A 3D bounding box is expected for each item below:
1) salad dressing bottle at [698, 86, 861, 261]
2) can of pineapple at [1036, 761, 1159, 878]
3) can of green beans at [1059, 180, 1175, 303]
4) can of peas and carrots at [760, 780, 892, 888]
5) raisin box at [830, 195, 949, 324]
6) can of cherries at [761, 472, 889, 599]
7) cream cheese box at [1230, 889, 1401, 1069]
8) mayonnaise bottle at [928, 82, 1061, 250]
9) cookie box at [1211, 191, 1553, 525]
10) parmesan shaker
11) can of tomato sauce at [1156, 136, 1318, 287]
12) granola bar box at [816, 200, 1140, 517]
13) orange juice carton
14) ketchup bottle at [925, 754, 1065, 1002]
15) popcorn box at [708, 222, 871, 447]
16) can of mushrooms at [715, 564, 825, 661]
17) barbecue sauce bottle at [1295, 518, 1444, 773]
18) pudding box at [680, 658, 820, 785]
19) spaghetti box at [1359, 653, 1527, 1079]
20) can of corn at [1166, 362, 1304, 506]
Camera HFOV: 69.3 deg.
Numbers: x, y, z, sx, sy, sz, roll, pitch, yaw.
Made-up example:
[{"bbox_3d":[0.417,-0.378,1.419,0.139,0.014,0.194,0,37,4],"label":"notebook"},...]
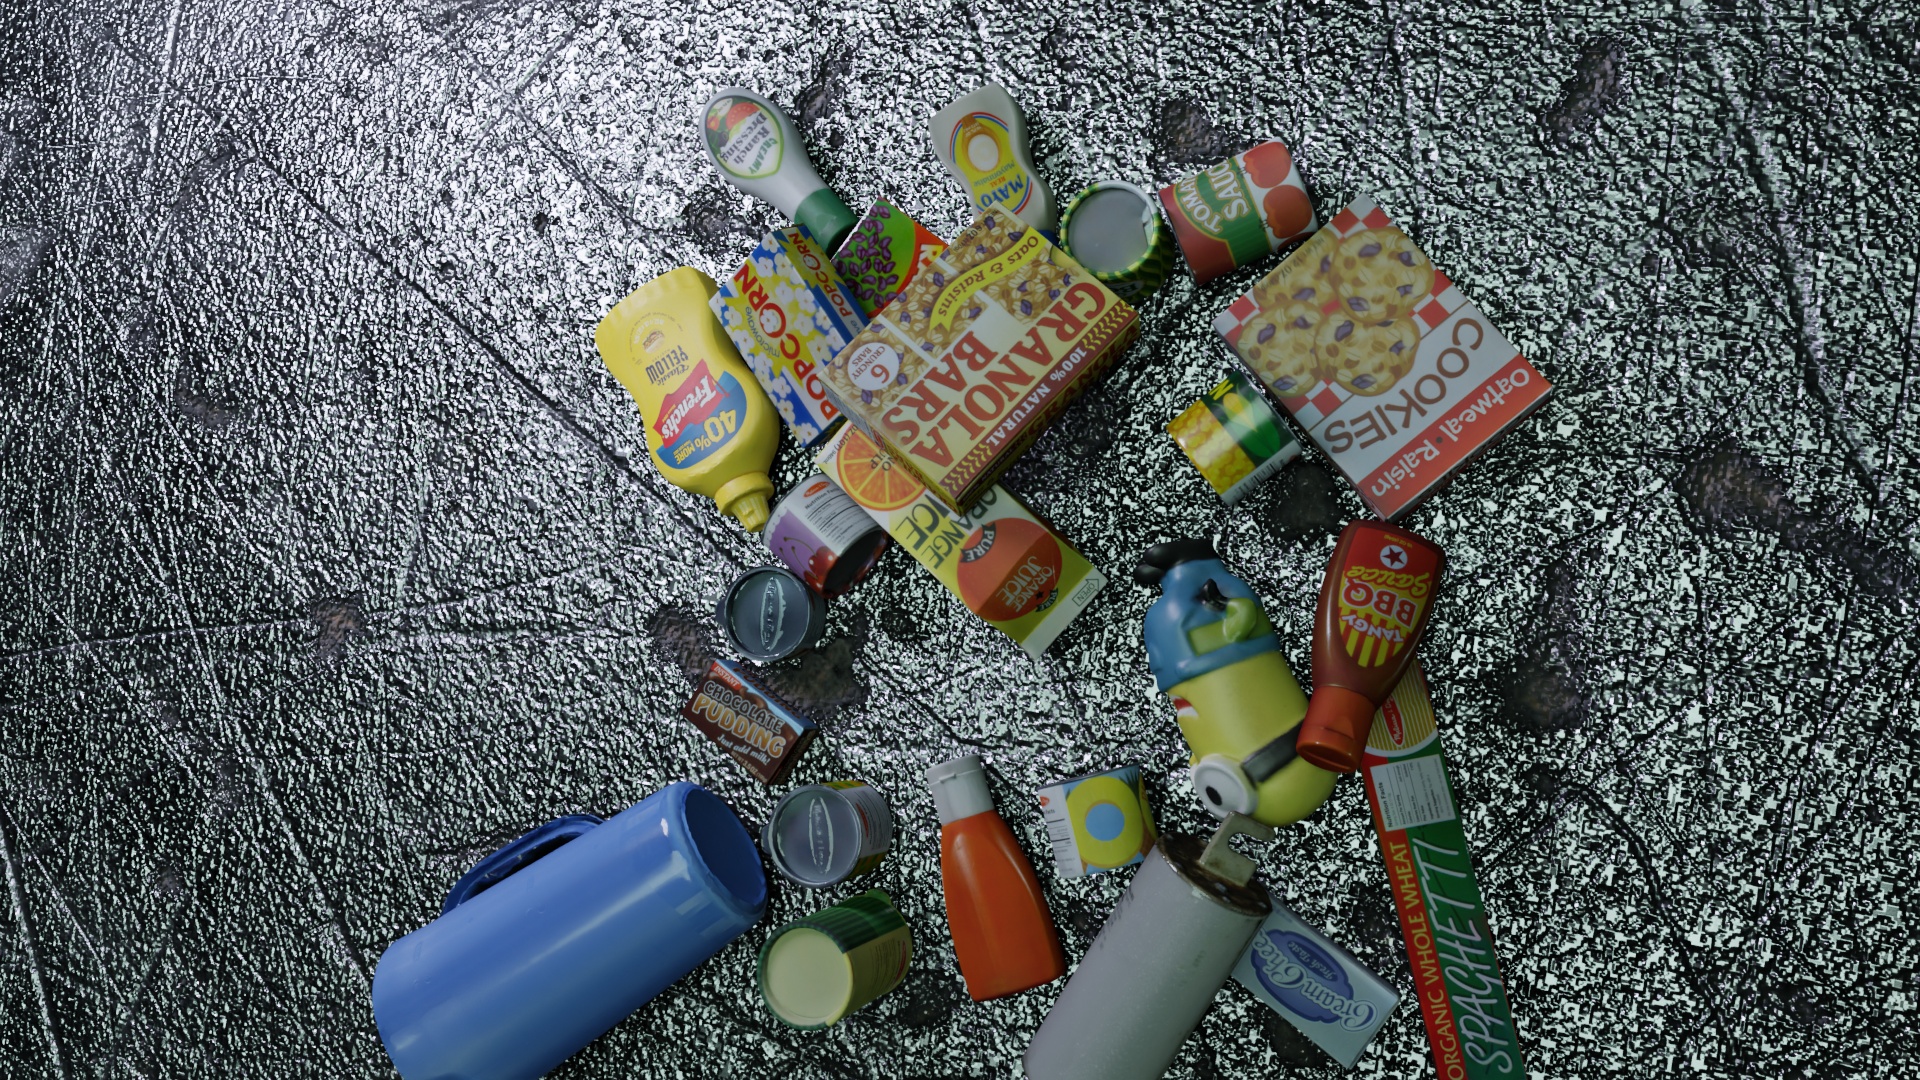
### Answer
[{"bbox_3d":[-0.126,-0.261,0.991,0.064,0.044,0.148,-45,73,9],"label":"salad dressing bottle"},{"bbox_3d":[0.088,0.173,0.860,0.071,0.071,0.058,-17,79,15],"label":"can of pineapple"},{"bbox_3d":[0.102,-0.194,0.904,0.071,0.058,0.071,-2,83,17],"label":"can of green beans"},{"bbox_3d":[-0.087,0.193,0.915,0.071,0.058,0.071,-2,83,18],"label":"can of peas and carrots"},{"bbox_3d":[-0.030,-0.165,0.952,0.123,0.040,0.086,39,95,19],"label":"raisin box"},{"bbox_3d":[-0.091,-0.001,0.939,0.058,0.071,0.071,40,96,17],"label":"can of cherries"},{"bbox_3d":[0.206,0.260,0.834,0.104,0.024,0.053,36,95,18],"label":"cream cheese box"},{"bbox_3d":[0.033,-0.232,0.939,0.064,0.041,0.148,-26,77,13],"label":"mayonnaise bottle"},{"bbox_3d":[0.257,-0.110,0.856,0.123,0.040,0.168,-40,73,9],"label":"cookie box"},{"bbox_3d":[-0.078,0.263,0.880,0.071,0.103,0.071,-2,83,17],"label":"parmesan shaker"},{"bbox_3d":[0.174,-0.209,0.877,0.083,0.071,0.071,-23,77,13],"label":"can of tomato sauce"},{"bbox_3d":[0.012,-0.116,0.870,0.124,0.039,0.166,42,82,16],"label":"granola bar box"},{"bbox_3d":[0.003,-0.011,0.905,0.193,0.073,0.071,43,96,17],"label":"orange juice carton"},{"bbox_3d":[0.016,0.213,0.889,0.064,0.043,0.149,-20,78,13],"label":"ketchup bottle"},{"bbox_3d":[-0.106,-0.138,0.944,0.085,0.038,0.127,-37,84,40],"label":"popcorn box"},{"bbox_3d":[-0.130,0.051,0.959,0.071,0.033,0.071,-2,84,17],"label":"can of mushrooms"},{"bbox_3d":[0.234,0.062,0.810,0.065,0.043,0.149,21,65,9],"label":"barbecue sauce bottle"},{"bbox_3d":[-0.145,0.124,0.956,0.084,0.030,0.049,36,94,18],"label":"pudding box"},{"bbox_3d":[0.276,0.194,0.818,0.050,0.028,0.250,-14,79,15],"label":"spaghetti box"},{"bbox_3d":[0.168,-0.066,0.863,0.058,0.071,0.071,-39,74,10],"label":"can of corn"}]
